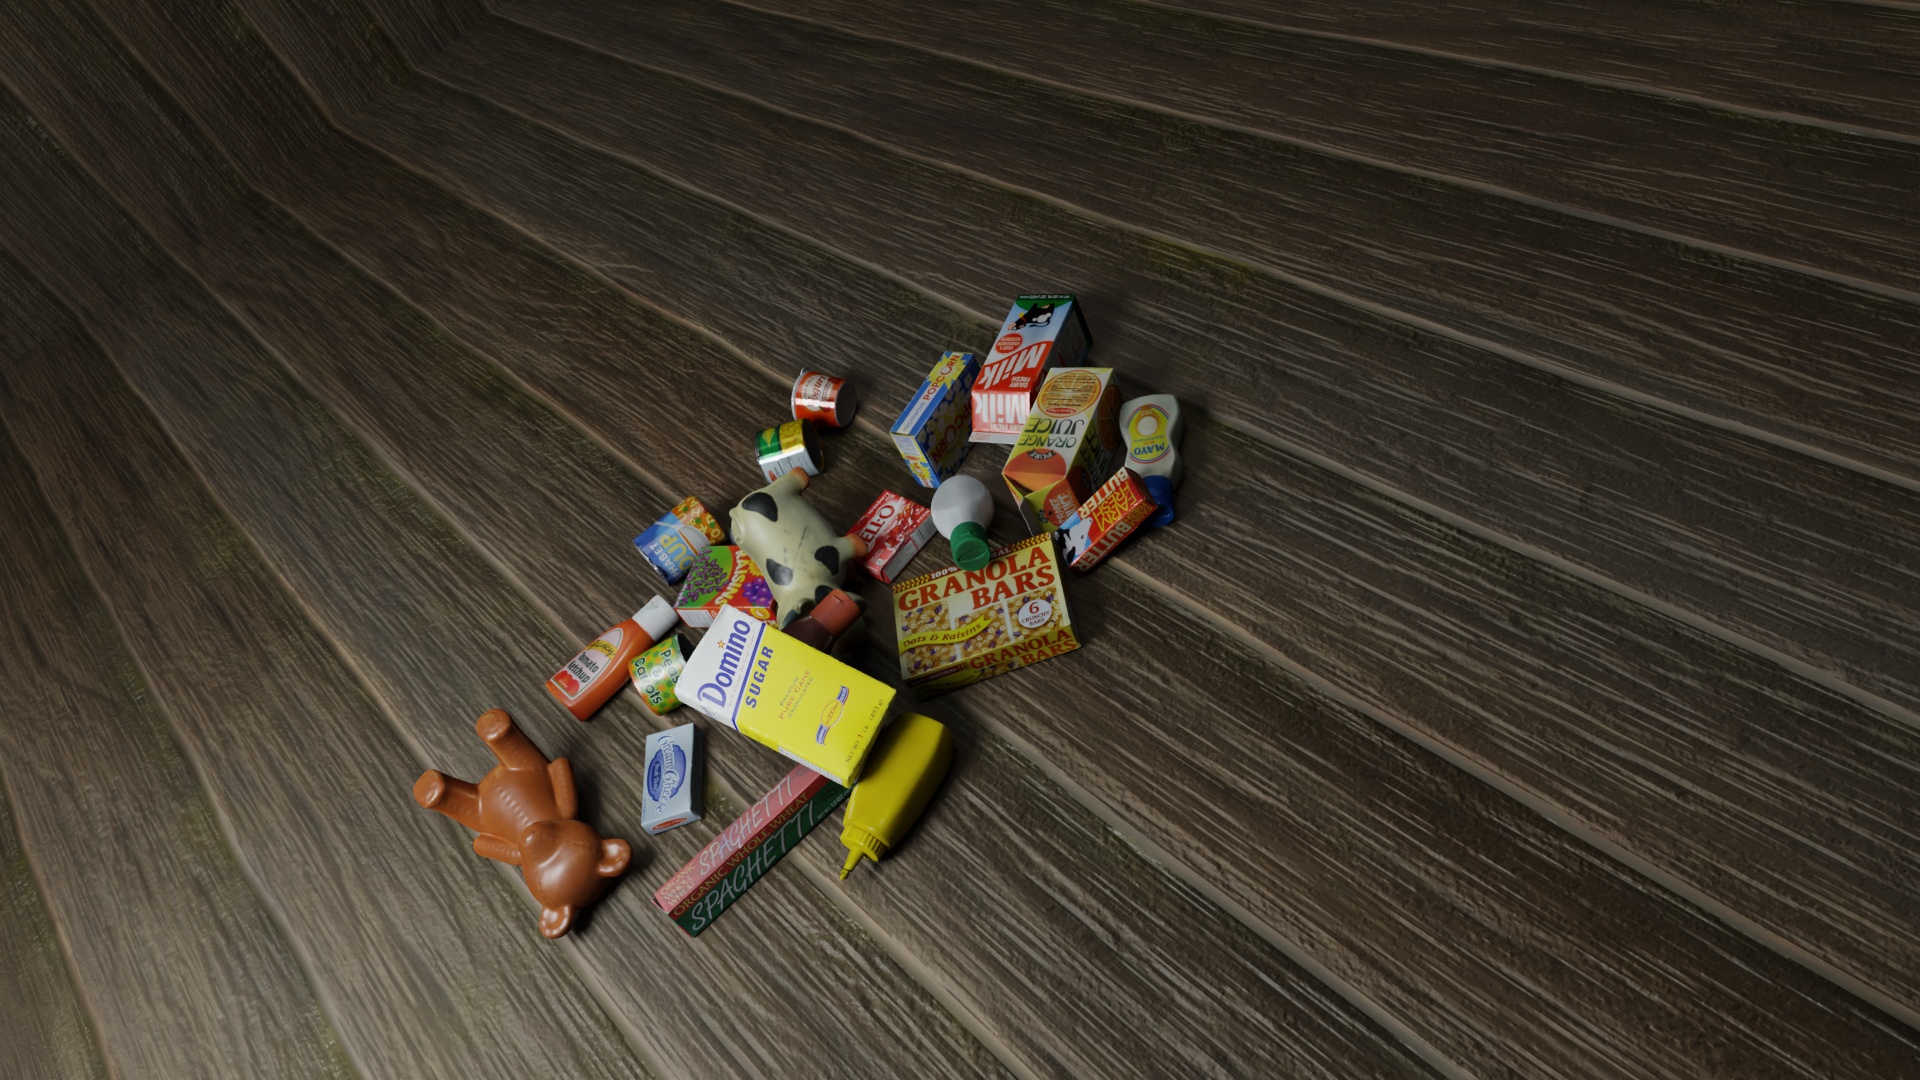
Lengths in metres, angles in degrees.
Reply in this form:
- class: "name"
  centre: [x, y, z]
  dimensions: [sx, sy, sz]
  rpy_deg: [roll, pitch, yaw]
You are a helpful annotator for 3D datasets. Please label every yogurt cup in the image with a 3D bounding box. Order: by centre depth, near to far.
- class: "yogurt cup"
  centre: [-0.155, -0.160, 1.603]
  dimensions: [0.054, 0.072, 0.073]
  rpy_deg: [8, 55, 22]

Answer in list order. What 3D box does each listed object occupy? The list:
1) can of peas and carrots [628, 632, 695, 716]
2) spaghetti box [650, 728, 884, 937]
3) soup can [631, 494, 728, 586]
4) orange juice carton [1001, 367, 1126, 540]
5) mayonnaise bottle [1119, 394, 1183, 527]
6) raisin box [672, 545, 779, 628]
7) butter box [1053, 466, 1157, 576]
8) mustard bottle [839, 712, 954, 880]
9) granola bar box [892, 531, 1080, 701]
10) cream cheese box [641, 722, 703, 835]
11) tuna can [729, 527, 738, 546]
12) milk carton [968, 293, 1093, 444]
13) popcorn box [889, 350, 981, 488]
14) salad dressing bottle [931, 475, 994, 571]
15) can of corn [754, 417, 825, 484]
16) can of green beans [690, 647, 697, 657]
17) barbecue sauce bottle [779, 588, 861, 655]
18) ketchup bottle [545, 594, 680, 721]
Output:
- class: "can of peas and carrots"
  centre: [-0.293, 0.135, 1.396]
  dimensions: [0.059, 0.070, 0.071]
  rpy_deg: [-29, 44, 0]
- class: "spaghetti box"
  centre: [-0.163, 0.251, 1.242]
  dimensions: [0.251, 0.050, 0.029]
  rpy_deg: [-42, 44, -13]
- class: "soup can"
  centre: [-0.307, 0.001, 1.526]
  dimensions: [0.084, 0.071, 0.071]
  rpy_deg: [-40, 45, -12]
- class: "orange juice carton"
  centre: [0.102, -0.083, 1.400]
  dimensions: [0.073, 0.071, 0.193]
  rpy_deg: [4, 53, 29]
- class: "mayonnaise bottle"
  centre: [0.191, -0.080, 1.376]
  dimensions: [0.065, 0.041, 0.149]
  rpy_deg: [-10, 48, 16]
- class: "raisin box"
  centre: [-0.230, 0.049, 1.466]
  dimensions: [0.123, 0.040, 0.086]
  rpy_deg: [-2, 49, 26]
- class: "butter box"
  centre: [0.137, -0.019, 1.330]
  dimensions: [0.103, 0.024, 0.053]
  rpy_deg: [-44, 40, 21]
- class: "mustard bottle"
  centre: [-0.065, 0.228, 1.216]
  dimensions: [0.065, 0.048, 0.161]
  rpy_deg: [13, 58, 33]
- class: "granola bar box"
  centre: [0.022, 0.072, 1.322]
  dimensions: [0.165, 0.039, 0.125]
  rpy_deg: [-19, 44, 9]
- class: "cream cheese box"
  centre: [-0.276, 0.228, 1.336]
  dimensions: [0.053, 0.024, 0.104]
  rpy_deg: [-18, 45, 9]
- class: "tuna can"
  centre: [-0.210, -0.010, 1.488]
  dimensions: [0.071, 0.070, 0.033]
  rpy_deg: [0, 50, 26]
- class: "milk carton"
  centre: [0.072, -0.176, 1.498]
  dimensions: [0.072, 0.073, 0.191]
  rpy_deg: [4, 53, 29]
- class: "popcorn box"
  centre: [-0.017, -0.130, 1.491]
  dimensions: [0.038, 0.085, 0.127]
  rpy_deg: [13, 58, 35]
- class: "salad dressing bottle"
  centre: [0.005, -0.017, 1.375]
  dimensions: [0.064, 0.043, 0.148]
  rpy_deg: [-19, 25, 4]
- class: "can of corn"
  centre: [-0.191, -0.101, 1.563]
  dimensions: [0.058, 0.071, 0.071]
  rpy_deg: [-16, 46, 12]
- class: "can of green beans"
  centre: [-0.226, 0.133, 1.368]
  dimensions: [0.058, 0.071, 0.071]
  rpy_deg: [-8, 48, 19]
- class: "barbecue sauce bottle"
  centre: [-0.154, 0.108, 1.287]
  dimensions: [0.065, 0.043, 0.149]
  rpy_deg: [33, 70, 30]
- class: "ketchup bottle"
  centre: [-0.362, 0.120, 1.462]
  dimensions: [0.149, 0.043, 0.065]
  rpy_deg: [-44, 46, -17]
